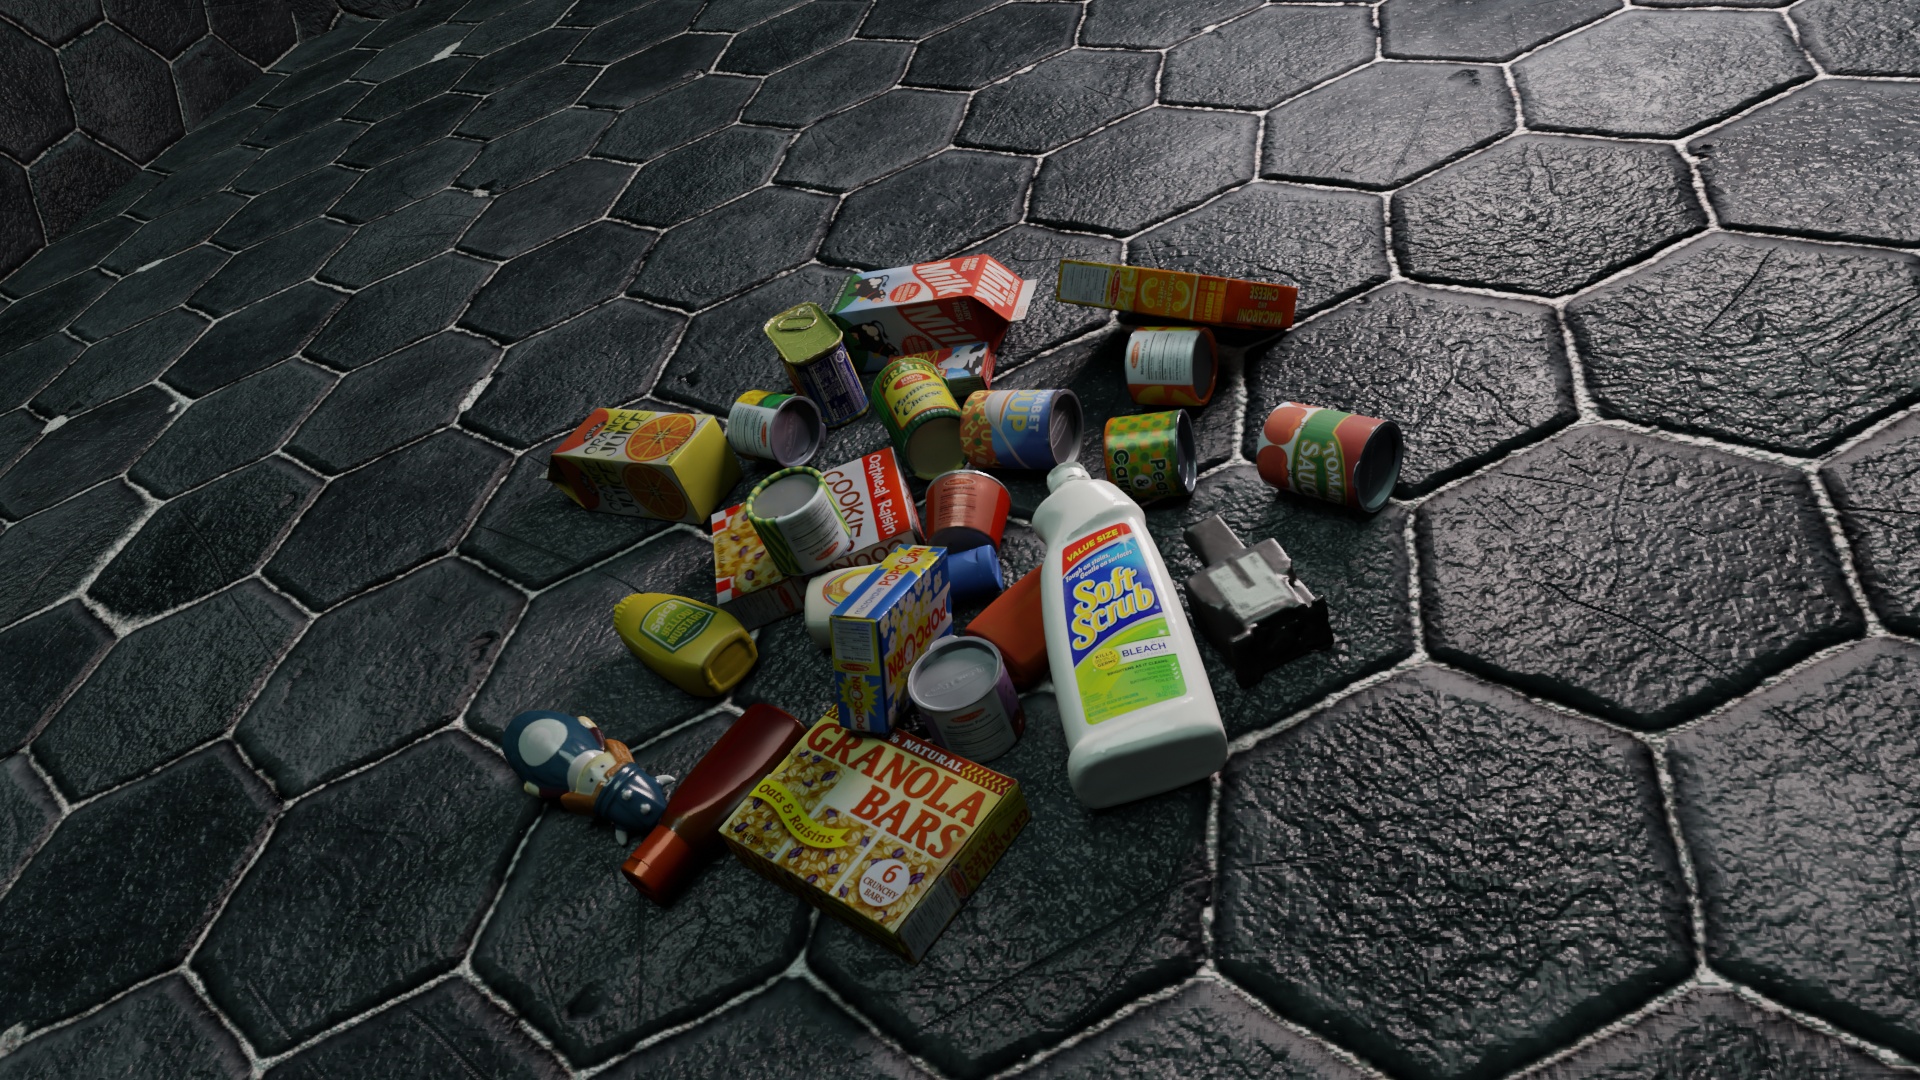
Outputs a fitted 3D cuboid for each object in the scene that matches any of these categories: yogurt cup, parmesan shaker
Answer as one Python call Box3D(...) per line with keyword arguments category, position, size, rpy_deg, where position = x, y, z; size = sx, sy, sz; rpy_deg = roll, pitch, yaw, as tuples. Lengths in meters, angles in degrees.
Box3D(category="yogurt cup", position=(0.004, -0.014, 1.078), size=(0.072, 0.072, 0.054), rpy_deg=(-8, 48, 18))
Box3D(category="parmesan shaker", position=(-0.030, -0.107, 1.202), size=(0.071, 0.071, 0.103), rpy_deg=(-25, 38, -3))

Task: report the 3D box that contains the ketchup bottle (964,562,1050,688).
Box3D(category="ketchup bottle", position=(0.074, 0.039, 0.996), size=(0.149, 0.043, 0.065), rpy_deg=(-41, 48, -23))

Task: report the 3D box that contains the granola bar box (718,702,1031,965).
Box3D(category="granola bar box", position=(-0.057, 0.181, 0.894), size=(0.165, 0.039, 0.125), rpy_deg=(17, 52, 39))

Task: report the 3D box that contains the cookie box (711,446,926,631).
Box3D(category="cookie box", position=(-0.118, -0.002, 1.141), size=(0.167, 0.040, 0.123), rpy_deg=(-21, 38, 3))

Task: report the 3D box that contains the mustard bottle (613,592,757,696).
Box3D(category="mustard bottle", position=(-0.231, 0.074, 1.097), size=(0.160, 0.048, 0.065), rpy_deg=(17, 51, 39))

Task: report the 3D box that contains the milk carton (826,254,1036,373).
Box3D(category="milk carton", position=(-0.023, -0.217, 1.324), size=(0.190, 0.073, 0.073), rpy_deg=(-5, 41, 20))

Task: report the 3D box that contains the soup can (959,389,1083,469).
Box3D(category="soup can", position=(0.050, -0.093, 1.143), size=(0.084, 0.071, 0.072), rpy_deg=(3, 44, 29))

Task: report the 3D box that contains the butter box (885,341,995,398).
Box3D(category="butter box", position=(-0.022, -0.153, 1.287), size=(0.103, 0.024, 0.053), rpy_deg=(-7, 41, 19))

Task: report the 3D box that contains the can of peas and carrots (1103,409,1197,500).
Box3D(category="can of peas and carrots", position=(0.146, -0.063, 1.066), size=(0.058, 0.070, 0.071), rpy_deg=(-5, 41, 22))

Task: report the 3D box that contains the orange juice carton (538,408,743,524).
Box3D(category="orange juice carton", position=(-0.304, -0.072, 1.287), size=(0.192, 0.072, 0.072), rpy_deg=(7, 46, 32))

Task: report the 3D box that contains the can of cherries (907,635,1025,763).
Box3D(category="can of cherries", position=(0.005, 0.106, 0.938), size=(0.071, 0.058, 0.072), rpy_deg=(-14, 39, 12))

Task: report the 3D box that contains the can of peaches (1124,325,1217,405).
Box3D(category="can of peaches", position=(0.176, -0.144, 1.150), size=(0.058, 0.071, 0.071), rpy_deg=(4, 45, 30))

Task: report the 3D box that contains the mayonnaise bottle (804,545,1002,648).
Box3D(category="mayonnaise bottle", position=(-0.043, 0.038, 1.055), size=(0.148, 0.041, 0.065), rpy_deg=(-15, 37, 10))

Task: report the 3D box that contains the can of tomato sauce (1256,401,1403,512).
Box3D(category="can of tomato sauce", position=(0.266, -0.061, 1.005), size=(0.083, 0.071, 0.071), rpy_deg=(18, 53, 41))

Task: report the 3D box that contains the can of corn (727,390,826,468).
Box3D(category="can of corn", position=(-0.167, -0.102, 1.264), size=(0.058, 0.071, 0.071), rpy_deg=(12, 50, 37))

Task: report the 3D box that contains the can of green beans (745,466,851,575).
Box3D(category="can of green beans", position=(-0.126, -0.016, 1.080), size=(0.071, 0.057, 0.071), rpy_deg=(-14, 40, 12))

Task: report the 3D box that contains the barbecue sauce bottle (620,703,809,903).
Box3D(category="barbecue sauce bottle", position=(-0.167, 0.178, 0.947), size=(0.065, 0.043, 0.149), rpy_deg=(10, 48, 44))

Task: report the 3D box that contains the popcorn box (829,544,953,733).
Box3D(category="popcorn box", position=(-0.045, 0.065, 0.956), size=(0.038, 0.085, 0.127), rpy_deg=(4, 24, 20))

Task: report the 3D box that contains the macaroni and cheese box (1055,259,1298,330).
Box3D(category="macaroni and cheese box", position=(0.186, -0.211, 1.195), size=(0.166, 0.040, 0.124), rpy_deg=(16, 15, 38))
